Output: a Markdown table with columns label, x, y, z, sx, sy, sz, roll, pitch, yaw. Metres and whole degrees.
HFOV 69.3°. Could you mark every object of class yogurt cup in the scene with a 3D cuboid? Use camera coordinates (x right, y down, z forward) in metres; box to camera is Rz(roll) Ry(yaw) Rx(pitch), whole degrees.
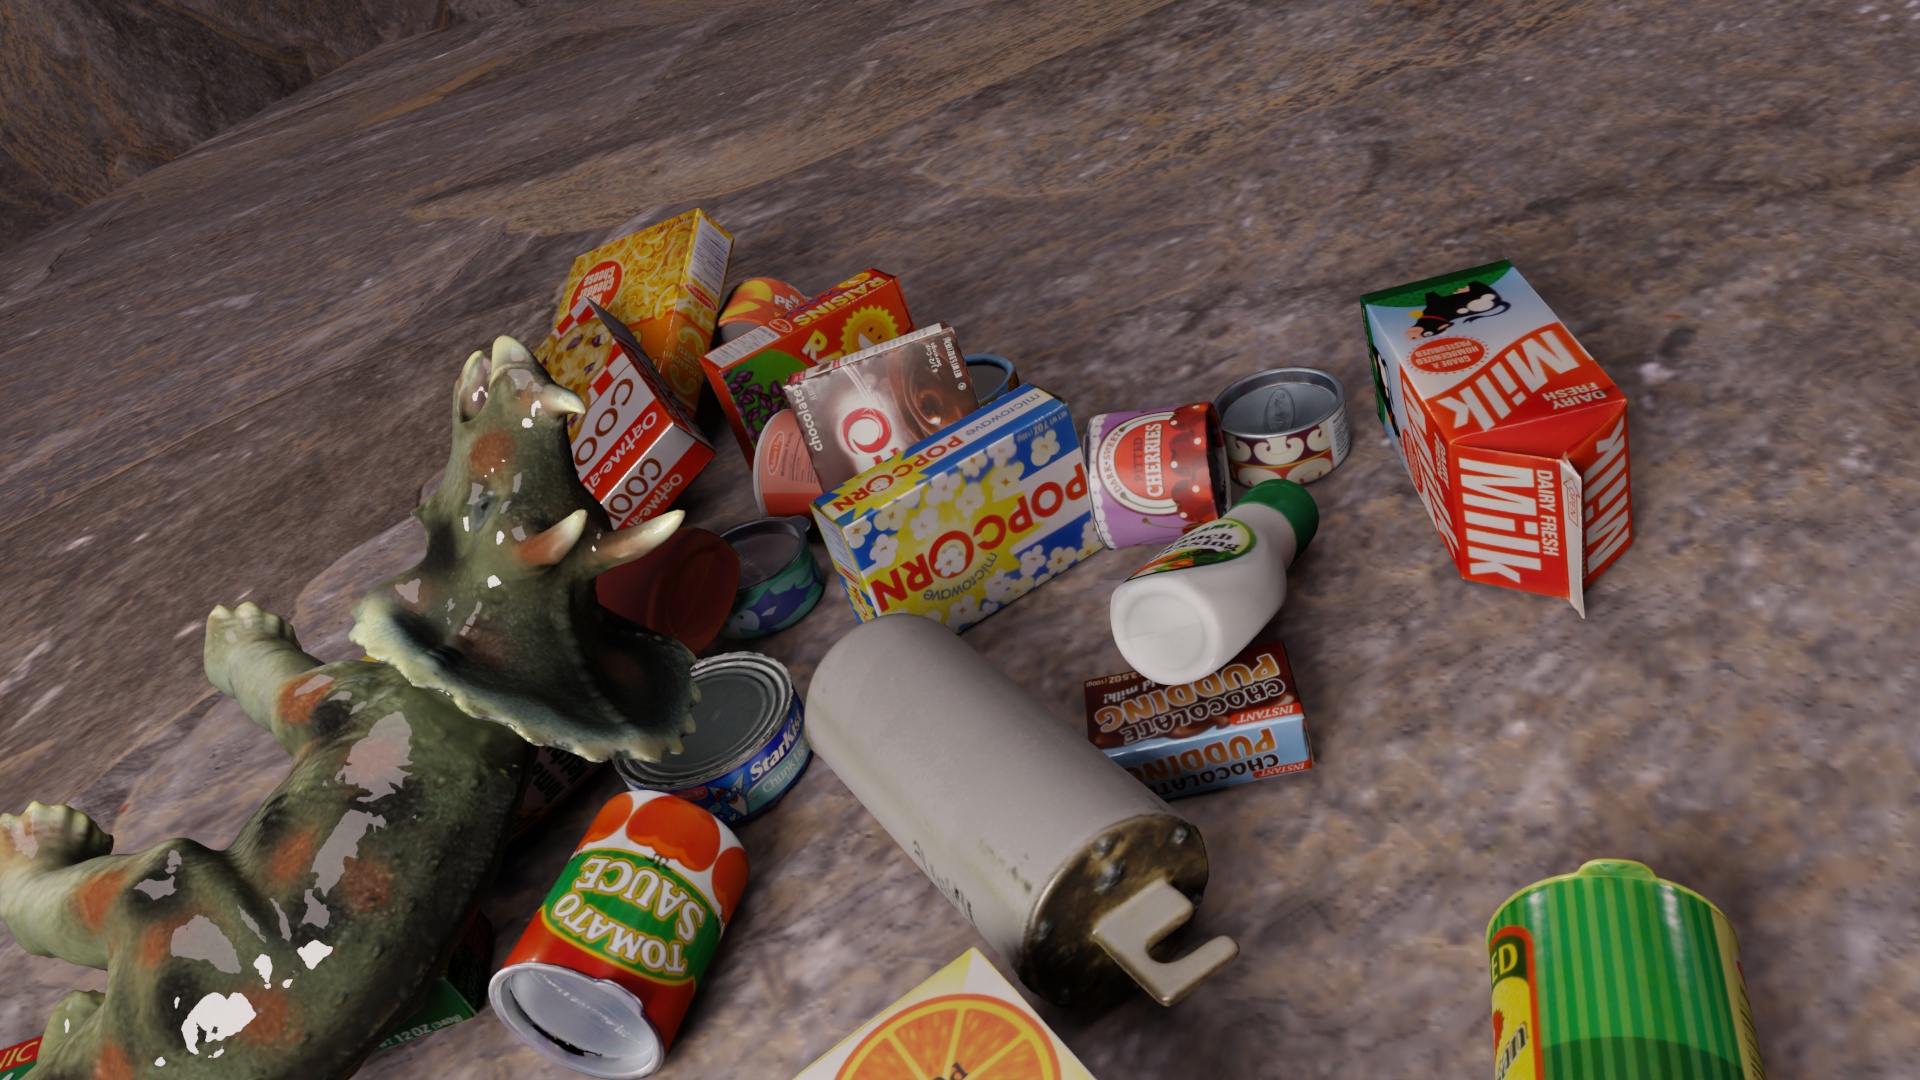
| label | x | y | z | sx | sy | sz | roll | pitch | yaw |
| --- | --- | --- | --- | --- | --- | --- | --- | --- | --- |
| yogurt cup | -0.076 | -0.038 | 0.771 | 0.054 | 0.072 | 0.073 | 5 | 39 | 21 |

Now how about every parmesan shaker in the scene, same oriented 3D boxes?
| label | x | y | z | sx | sy | sz | roll | pitch | yaw |
| --- | --- | --- | --- | --- | --- | --- | --- | --- | --- |
| parmesan shaker | 0.172 | 0.145 | 0.357 | 0.071 | 0.071 | 0.103 | -5 | 35 | 22 |

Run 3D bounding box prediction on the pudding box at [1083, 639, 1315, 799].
| label | x | y | z | sx | sy | sz | roll | pitch | yaw |
| --- | --- | --- | --- | --- | --- | --- | --- | --- | --- |
| pudding box | 0.092 | 0.073 | 0.546 | 0.083 | 0.030 | 0.050 | -13 | 33 | 10 |

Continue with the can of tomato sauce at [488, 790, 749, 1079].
| label | x | y | z | sx | sy | sz | roll | pitch | yaw |
| --- | --- | --- | --- | --- | --- | --- | --- | --- | --- |
| can of tomato sauce | -0.123 | 0.144 | 0.517 | 0.071 | 0.071 | 0.083 | -5 | 35 | 22 |

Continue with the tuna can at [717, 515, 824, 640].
| label | x | y | z | sx | sy | sz | roll | pitch | yaw |
| --- | --- | --- | --- | --- | --- | --- | --- | --- | --- |
| tuna can | -0.105 | 0.018 | 0.728 | 0.071 | 0.032 | 0.071 | -14 | 33 | 9 |

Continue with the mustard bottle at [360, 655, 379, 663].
| label | x | y | z | sx | sy | sz | roll | pitch | yaw |
| --- | --- | --- | --- | --- | --- | --- | --- | --- | --- |
| mustard bottle | -0.235 | 0.073 | 0.700 | 0.160 | 0.048 | 0.066 | -9 | 35 | 16 |

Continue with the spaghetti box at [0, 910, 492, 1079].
| label | x | y | z | sx | sy | sz | roll | pitch | yaw |
| --- | --- | --- | --- | --- | --- | --- | --- | --- | --- |
| spaghetti box | -0.315 | 0.207 | 0.561 | 0.250 | 0.028 | 0.050 | -19 | 33 | 0 |

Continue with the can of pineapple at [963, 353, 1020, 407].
| label | x | y | z | sx | sy | sz | roll | pitch | yaw |
| --- | --- | --- | --- | --- | --- | --- | --- | --- | --- |
| can of pineapple | 0.008 | -0.064 | 0.768 | 0.071 | 0.057 | 0.071 | -14 | 32 | 9 |

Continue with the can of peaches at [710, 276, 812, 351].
| label | x | y | z | sx | sy | sz | roll | pitch | yaw |
| --- | --- | --- | --- | --- | --- | --- | --- | --- | --- |
| can of peaches | -0.135 | -0.138 | 0.946 | 0.071 | 0.071 | 0.058 | -9 | 34 | 17 |

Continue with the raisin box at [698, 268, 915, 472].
| label | x | y | z | sx | sy | sz | roll | pitch | yaw |
| --- | --- | --- | --- | --- | --- | --- | --- | --- | --- |
| raisin box | -0.084 | -0.100 | 0.845 | 0.124 | 0.085 | 0.040 | -31 | 32 | -18 |

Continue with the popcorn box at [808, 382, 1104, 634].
| label | x | y | z | sx | sy | sz | roll | pitch | yaw |
| --- | --- | --- | --- | --- | --- | --- | --- | --- | --- |
| popcorn box | 0.002 | -0.008 | 0.663 | 0.127 | 0.085 | 0.038 | -30 | 34 | -16 |

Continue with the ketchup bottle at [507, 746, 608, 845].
| label | x | y | z | sx | sy | sz | roll | pitch | yaw |
| --- | --- | --- | --- | --- | --- | --- | --- | --- | --- |
| ketchup bottle | -0.219 | 0.115 | 0.621 | 0.043 | 0.064 | 0.149 | 30 | 65 | 38 |

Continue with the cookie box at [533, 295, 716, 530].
| label | x | y | z | sx | sy | sz | roll | pitch | yaw |
| --- | --- | --- | --- | --- | --- | --- | --- | --- | --- |
| cookie box | -0.225 | -0.056 | 0.828 | 0.123 | 0.040 | 0.168 | -47 | 46 | 5 |

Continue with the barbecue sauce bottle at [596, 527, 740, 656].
| label | x | y | z | sx | sy | sz | roll | pitch | yaw |
| --- | --- | --- | --- | --- | --- | --- | --- | --- | --- |
| barbecue sauce bottle | -0.171 | 0.029 | 0.708 | 0.148 | 0.043 | 0.065 | -5 | 57 | 50 |

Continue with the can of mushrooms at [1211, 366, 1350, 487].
| label | x | y | z | sx | sy | sz | roll | pitch | yaw |
| --- | --- | --- | --- | --- | --- | --- | --- | --- | --- |
| can of mushrooms | 0.160 | -0.057 | 0.702 | 0.071 | 0.033 | 0.071 | -14 | 33 | 9 |

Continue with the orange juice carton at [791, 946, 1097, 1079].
| label | x | y | z | sx | sy | sz | roll | pitch | yaw |
| --- | --- | --- | --- | --- | --- | --- | --- | --- | --- |
| orange juice carton | 0.034 | 0.199 | 0.350 | 0.073 | 0.071 | 0.193 | -32 | 34 | -18 |

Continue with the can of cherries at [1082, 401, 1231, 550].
| label | x | y | z | sx | sy | sz | roll | pitch | yaw |
| --- | --- | --- | --- | --- | --- | --- | --- | --- | --- |
| can of cherries | 0.095 | -0.031 | 0.663 | 0.058 | 0.071 | 0.072 | -6 | 35 | 19 |

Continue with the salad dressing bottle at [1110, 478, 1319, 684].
| label | x | y | z | sx | sy | sz | roll | pitch | yaw |
| --- | --- | --- | --- | --- | --- | --- | --- | --- | --- |
| salad dressing bottle | 0.112 | 0.012 | 0.580 | 0.064 | 0.044 | 0.148 | -16 | 9 | 34 |

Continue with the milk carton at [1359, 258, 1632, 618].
| label | x | y | z | sx | sy | sz | roll | pitch | yaw |
| --- | --- | --- | --- | --- | --- | --- | --- | --- | --- |
| milk carton | 0.238 | -0.049 | 0.611 | 0.073 | 0.072 | 0.191 | -13 | 33 | 9 |

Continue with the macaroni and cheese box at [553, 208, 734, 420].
| label | x | y | z | sx | sy | sz | roll | pitch | yaw |
| --- | --- | --- | --- | --- | --- | --- | --- | --- | --- |
| macaroni and cheese box | -0.219 | -0.127 | 0.920 | 0.123 | 0.040 | 0.167 | -12 | 59 | 33 |
